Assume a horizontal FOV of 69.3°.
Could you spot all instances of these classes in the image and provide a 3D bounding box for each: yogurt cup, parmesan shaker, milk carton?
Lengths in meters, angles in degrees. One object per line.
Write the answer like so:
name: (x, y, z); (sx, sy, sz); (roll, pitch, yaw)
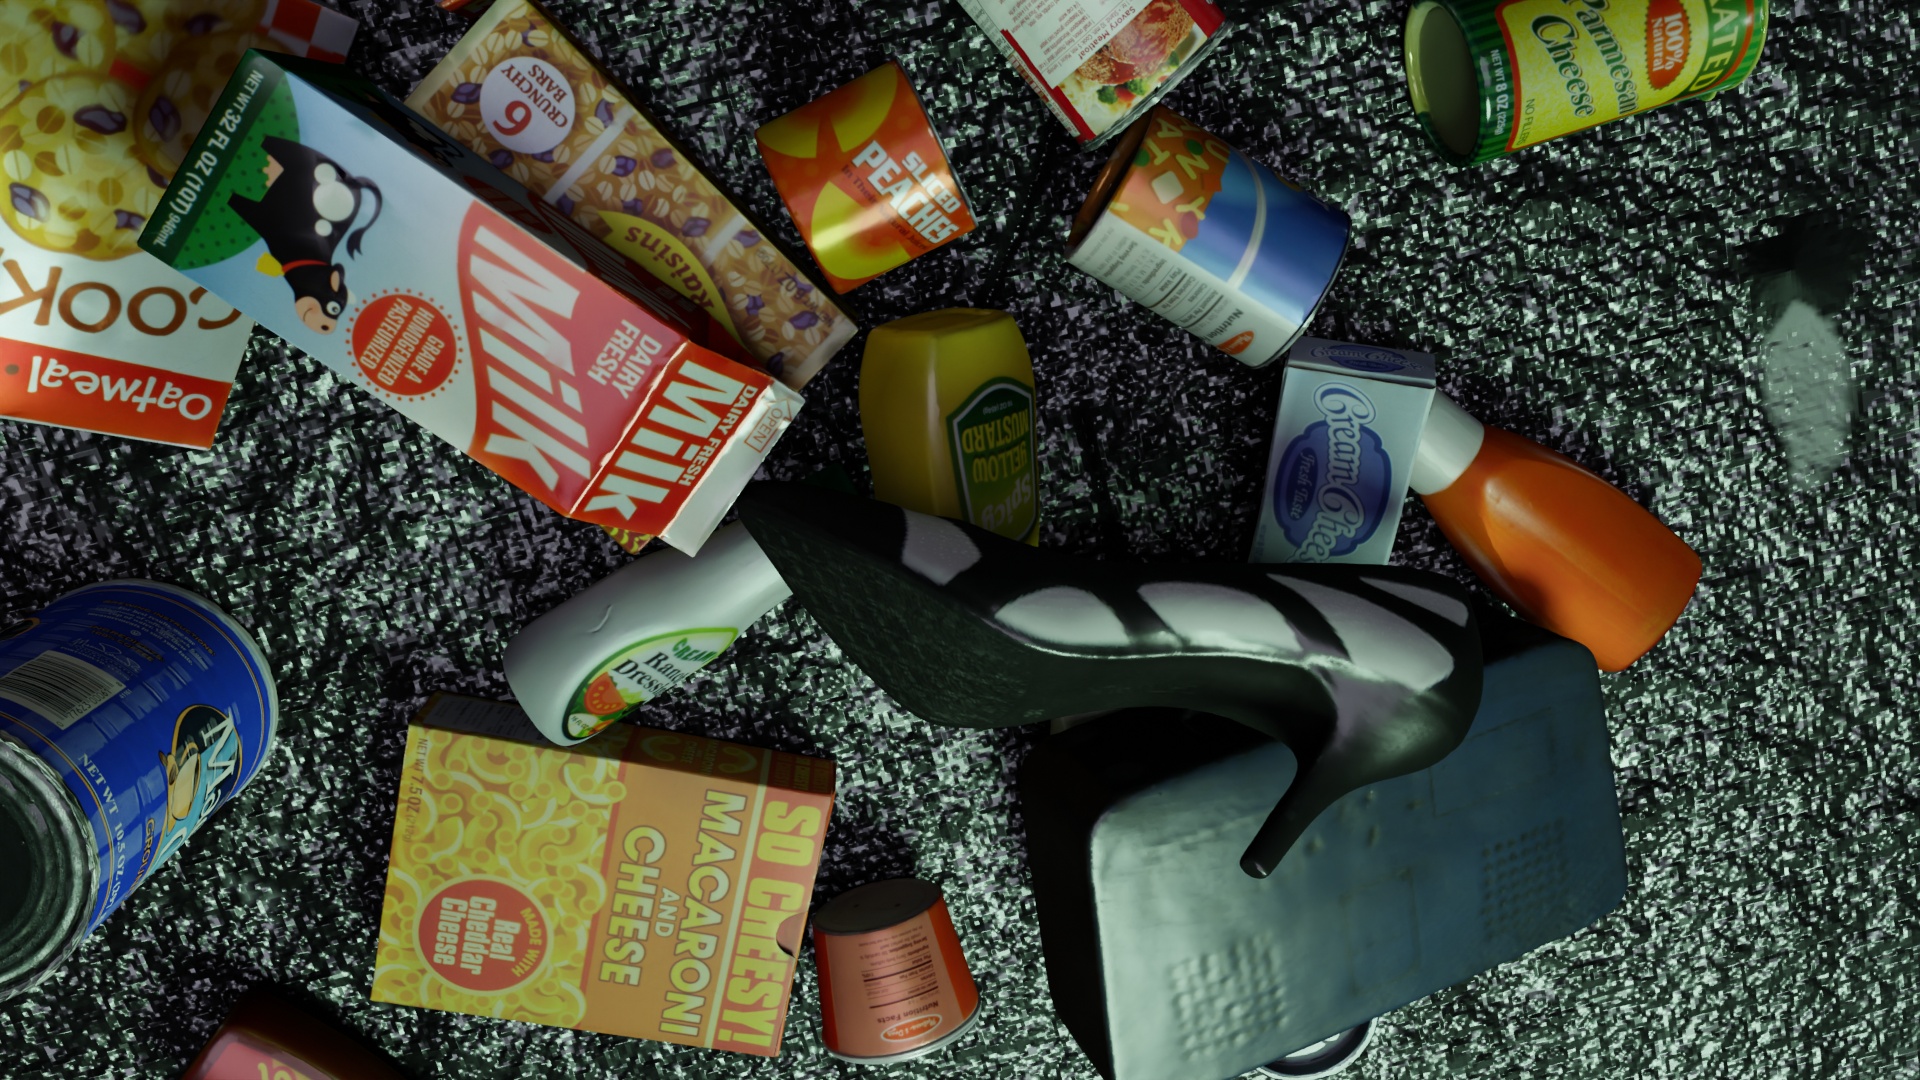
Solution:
yogurt cup: (-0.029, 0.175, 0.575); (0.072, 0.072, 0.054); (-12, 96, -1)
parmesan shaker: (0.224, -0.179, 0.506); (0.103, 0.071, 0.071); (-18, 105, 0)
milk carton: (-0.150, -0.073, 0.457); (0.190, 0.073, 0.072); (35, 100, -12)

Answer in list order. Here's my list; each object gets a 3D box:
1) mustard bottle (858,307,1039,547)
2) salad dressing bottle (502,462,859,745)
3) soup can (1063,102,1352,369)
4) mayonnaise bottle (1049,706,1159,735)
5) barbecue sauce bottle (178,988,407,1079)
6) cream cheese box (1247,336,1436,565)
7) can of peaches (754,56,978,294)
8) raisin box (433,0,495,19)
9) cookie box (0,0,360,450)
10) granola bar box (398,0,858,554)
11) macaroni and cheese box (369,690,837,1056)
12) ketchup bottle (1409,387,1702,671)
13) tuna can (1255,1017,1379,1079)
mustard bottle: (0.002, -0.007, 0.533); (0.065, 0.049, 0.159); (-24, 114, -41)
salad dressing bottle: (-0.101, 0.022, 0.536); (0.148, 0.064, 0.044); (-32, 66, -3)
soup can: (0.091, -0.114, 0.512); (0.084, 0.071, 0.071); (28, 100, -10)
mayonnaise bottle: (0.062, 0.086, 0.572); (0.065, 0.041, 0.147); (-5, 105, -8)
barbecue sauce bottle: (-0.254, 0.252, 0.587); (0.148, 0.044, 0.065); (36, 98, -12)
cream cheese box: (0.144, -0.026, 0.531); (0.053, 0.024, 0.103); (11, 130, 12)
can of peaches: (-0.033, -0.128, 0.496); (0.058, 0.071, 0.071); (-26, 105, 4)
raisin box: (-0.167, -0.255, 0.471); (0.086, 0.040, 0.123); (-26, 105, 2)
cookie box: (-0.292, -0.120, 0.460); (0.123, 0.040, 0.167); (11, 107, -50)
granola bar box: (-0.139, -0.095, 0.512); (0.124, 0.039, 0.165); (-44, 103, 8)
macaroni and cheese box: (-0.144, 0.139, 0.569); (0.166, 0.040, 0.123); (11, 104, -7)
ketchup bottle: (0.223, -0.012, 0.558); (0.149, 0.043, 0.064); (36, 93, -11)
tuna can: (0.148, 0.198, 0.609); (0.071, 0.033, 0.071); (-1, 104, -4)
